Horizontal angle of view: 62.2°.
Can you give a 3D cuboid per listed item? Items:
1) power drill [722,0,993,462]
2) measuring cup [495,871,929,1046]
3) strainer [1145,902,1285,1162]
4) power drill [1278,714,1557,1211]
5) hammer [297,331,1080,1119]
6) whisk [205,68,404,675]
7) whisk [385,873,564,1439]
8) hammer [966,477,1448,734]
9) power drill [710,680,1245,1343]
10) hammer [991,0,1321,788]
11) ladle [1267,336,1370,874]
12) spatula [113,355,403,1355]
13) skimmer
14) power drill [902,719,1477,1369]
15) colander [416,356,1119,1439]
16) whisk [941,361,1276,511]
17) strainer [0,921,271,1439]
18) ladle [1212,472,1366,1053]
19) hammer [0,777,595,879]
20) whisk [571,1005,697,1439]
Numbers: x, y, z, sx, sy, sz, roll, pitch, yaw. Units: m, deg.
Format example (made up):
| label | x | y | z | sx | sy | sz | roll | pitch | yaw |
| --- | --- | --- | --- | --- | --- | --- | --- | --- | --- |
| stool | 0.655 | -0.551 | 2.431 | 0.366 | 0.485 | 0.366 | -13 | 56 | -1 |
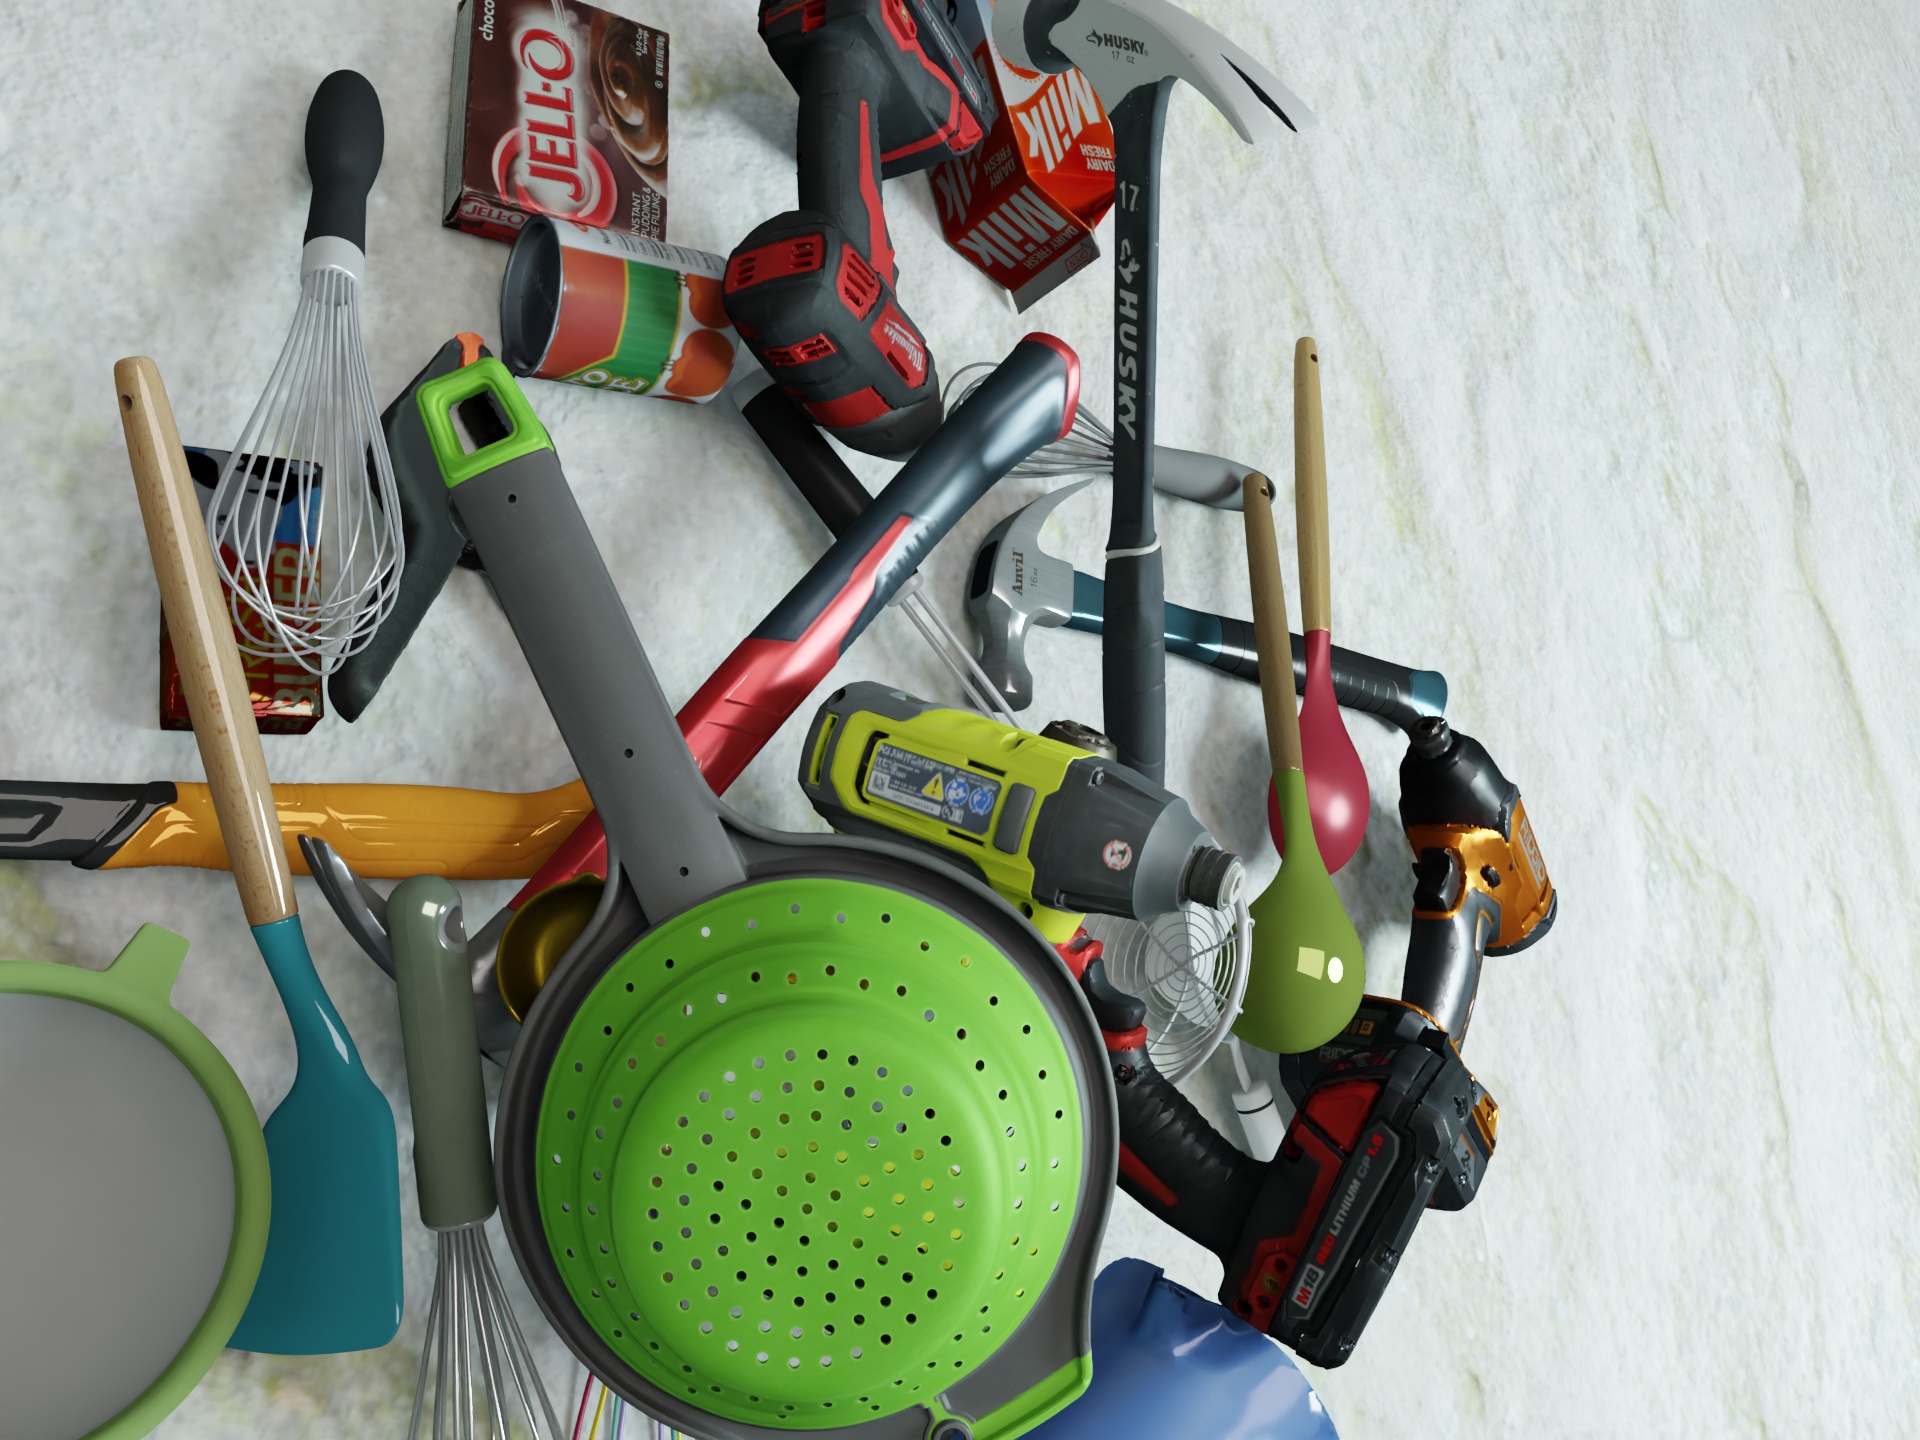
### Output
| label | x | y | z | sx | sy | sz | roll | pitch | yaw |
| --- | --- | --- | --- | --- | --- | --- | --- | --- | --- |
| power drill | -0.042 | -0.229 | 0.729 | 0.143 | 0.078 | 0.220 | 44 | 44 | -54 |
| measuring cup | -0.079 | 0.085 | 0.552 | 0.156 | 0.029 | 0.062 | 3 | 86 | -9 |
| strainer | 0.139 | 0.179 | 0.784 | 0.258 | 0.050 | 0.087 | 69 | 23 | -4 |
| power drill | 0.244 | 0.117 | 0.830 | 0.164 | 0.084 | 0.227 | 58 | 48 | -33 |
| hammer | -0.077 | -0.038 | 0.633 | 0.386 | 0.038 | 0.143 | -52 | 119 | -24 |
| whisk | -0.236 | -0.144 | 0.590 | 0.070 | 0.070 | 0.285 | 12 | 56 | -32 |
| whisk | -0.167 | 0.172 | 0.532 | 0.058 | 0.059 | 0.246 | -37 | 123 | -80 |
| hammer | 0.146 | -0.040 | 0.863 | 0.330 | 0.033 | 0.128 | 13 | 70 | -32 |
| power drill | 0.000 | 0.113 | 0.591 | 0.080 | 0.171 | 0.223 | 9 | 98 | -62 |
| hammer | 0.077 | -0.087 | 0.672 | 0.036 | 0.149 | 0.408 | -24 | 129 | -25 |
| ladle | 0.194 | -0.070 | 0.870 | 0.069 | 0.031 | 0.316 | 13 | 68 | -30 |
| spatula | -0.232 | 0.041 | 0.507 | 0.044 | 0.082 | 0.317 | -21 | 100 | -65 |
| skimmer | -0.001 | -0.002 | 0.709 | 0.363 | 0.127 | 0.090 | 53 | 34 | -1 |
| power drill | 0.083 | 0.121 | 0.630 | 0.080 | 0.227 | 0.188 | 0 | 114 | -65 |
| colander | -0.080 | 0.063 | 0.487 | 0.204 | 0.094 | 0.397 | -25 | 89 | -5 |
| whisk | 0.087 | -0.143 | 0.848 | 0.238 | 0.055 | 0.055 | 7 | 71 | -38 |
| strainer | -0.271 | 0.199 | 0.470 | 0.151 | 0.069 | 0.256 | -21 | 89 | -38 |
| ladle | 0.155 | 0.010 | 0.804 | 0.078 | 0.062 | 0.320 | 17 | 55 | -27 |
| hammer | -0.257 | 0.044 | 0.540 | 0.336 | 0.034 | 0.127 | 4 | 89 | -38 |
| whisk | -0.118 | 0.199 | 0.595 | 0.047 | 0.051 | 0.245 | 10 | 67 | -27 |
